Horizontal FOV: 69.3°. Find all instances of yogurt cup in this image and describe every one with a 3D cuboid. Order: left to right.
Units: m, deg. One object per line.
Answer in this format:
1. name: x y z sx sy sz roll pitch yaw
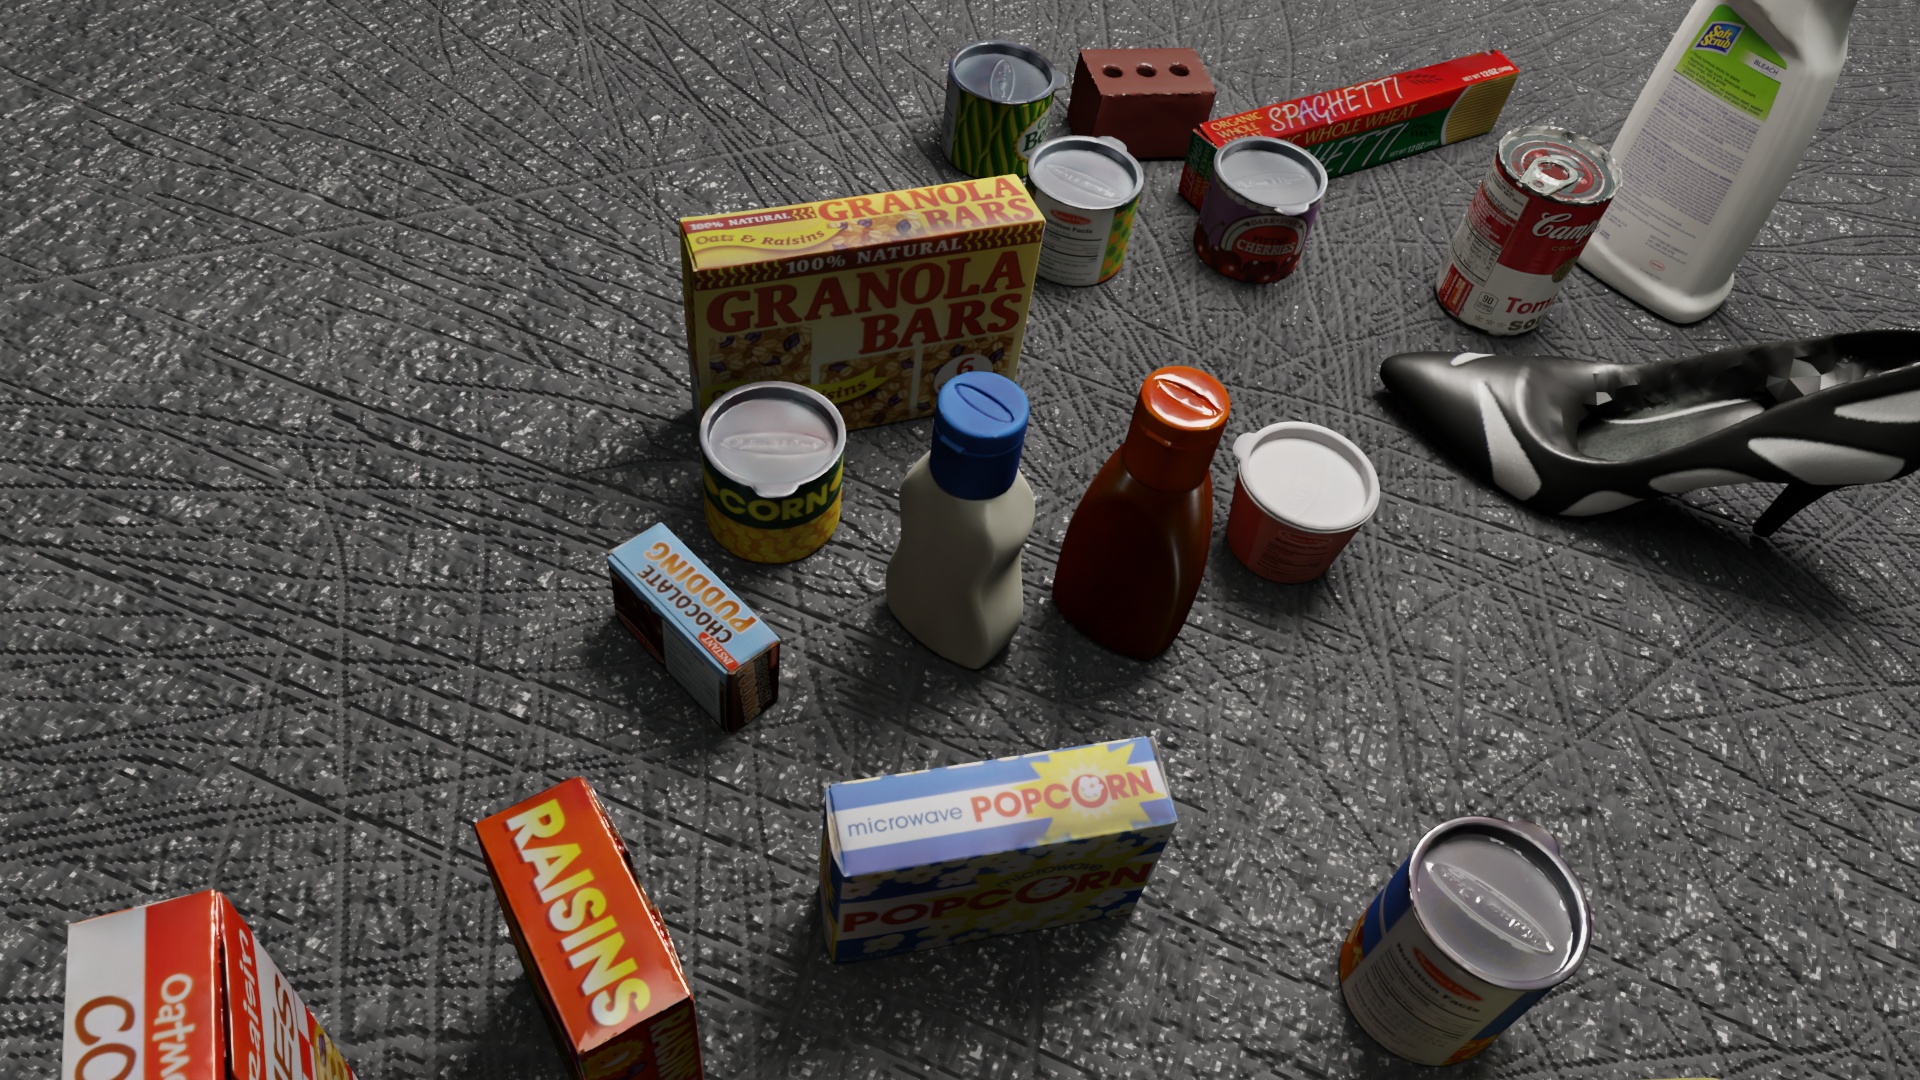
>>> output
1. yogurt cup: 0.163 -0.016 0.677 0.072 0.053 0.073 4 51 -5

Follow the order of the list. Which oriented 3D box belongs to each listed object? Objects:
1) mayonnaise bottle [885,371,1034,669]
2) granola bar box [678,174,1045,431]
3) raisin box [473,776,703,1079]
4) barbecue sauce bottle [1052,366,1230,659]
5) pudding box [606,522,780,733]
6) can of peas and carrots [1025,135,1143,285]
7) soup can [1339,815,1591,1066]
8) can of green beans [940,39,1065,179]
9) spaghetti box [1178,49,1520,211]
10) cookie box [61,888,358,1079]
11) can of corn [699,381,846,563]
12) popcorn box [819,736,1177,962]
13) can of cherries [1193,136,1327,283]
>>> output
1. mayonnaise bottle: 0.002 -0.007 0.589 0.065 0.147 0.041 35 56 19
2. granola bar box: -0.050 -0.109 0.679 0.166 0.123 0.039 -12 54 -16
3. raisin box: -0.120 0.147 0.465 0.040 0.122 0.086 -23 58 -23
4. barbecue sauce bottle: 0.081 -0.011 0.602 0.065 0.147 0.044 32 55 17
5. pudding box: -0.115 0.037 0.600 0.030 0.049 0.084 -36 64 -30
6. can of peas and carrots: 0.069 -0.191 0.802 0.071 0.058 0.071 4 51 -5
7. soup can: 0.190 0.152 0.528 0.071 0.083 0.072 4 51 -5
8. can of green beans: 0.023 -0.264 0.855 0.071 0.057 0.071 4 51 -5
9. spaghetti box: 0.251 -0.264 0.890 0.251 0.049 0.029 -20 57 -22
10. cookie box: -0.200 0.190 0.391 0.040 0.166 0.123 -12 54 -17
11. can of corn: -0.088 -0.029 0.652 0.071 0.058 0.071 4 51 -5
12. popcorn box: 0.011 0.119 0.529 0.127 0.084 0.038 -7 53 -13
13. can of cherries: 0.176 -0.193 0.818 0.071 0.058 0.072 4 51 -5
